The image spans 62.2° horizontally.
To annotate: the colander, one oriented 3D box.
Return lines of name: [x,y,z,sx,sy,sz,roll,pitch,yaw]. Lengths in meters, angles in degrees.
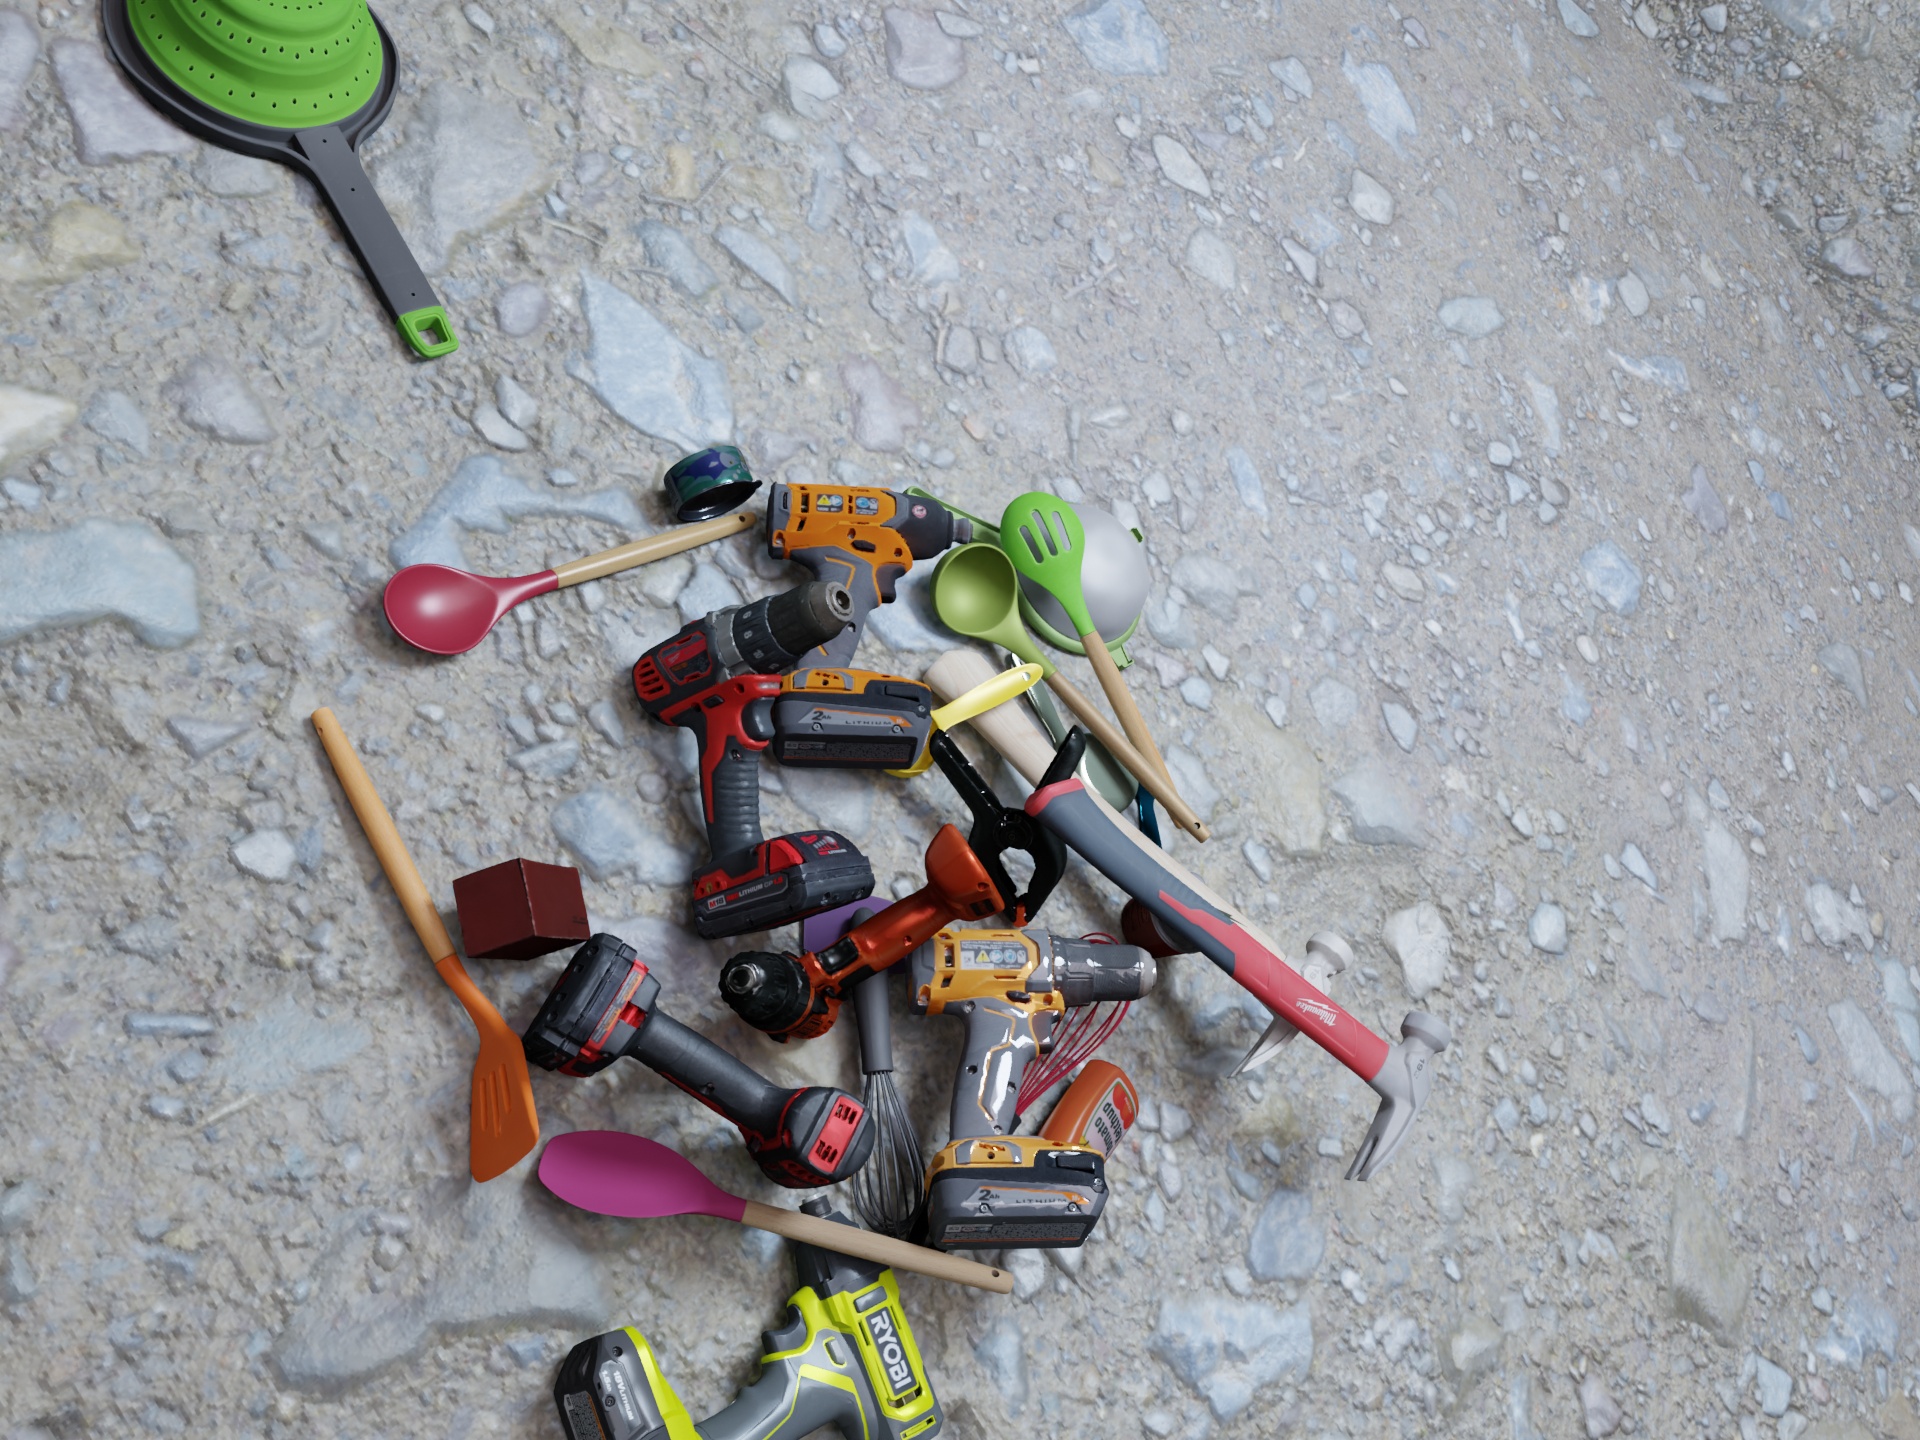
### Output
colander: [-0.464,-0.452,1.153,0.204,0.094,0.397,-29,87,-37]

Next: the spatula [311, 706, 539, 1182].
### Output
spatula: [-0.345,0.133,1.011,0.041,0.081,0.323,-18,75,-53]

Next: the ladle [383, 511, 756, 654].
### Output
ladle: [-0.278,-0.113,1.172,0.315,0.031,0.069,-24,87,-39]

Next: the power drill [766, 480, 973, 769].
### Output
power drill: [-0.070,-0.080,1.231,0.164,0.084,0.227,2,67,-7]

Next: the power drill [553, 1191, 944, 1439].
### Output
power drill: [-0.133,0.414,1.012,0.223,0.080,0.171,-12,72,-39]

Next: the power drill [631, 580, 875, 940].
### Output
power drill: [-0.131,0.024,1.111,0.080,0.188,0.227,-1,72,-56]

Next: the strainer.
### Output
strainer: [0.071,-0.156,1.384,0.256,0.069,0.152,22,60,-25]

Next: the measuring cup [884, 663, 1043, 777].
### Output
measuring cup: [-0.002,-0.004,1.270,0.156,0.029,0.062,-27,77,-18]

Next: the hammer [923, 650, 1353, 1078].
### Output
hammer: [0.121,0.101,1.277,0.411,0.038,0.146,43,64,7]

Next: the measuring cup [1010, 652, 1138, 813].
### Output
measuring cup: [0.094,0.007,1.348,0.083,0.038,0.167,-29,89,-37]

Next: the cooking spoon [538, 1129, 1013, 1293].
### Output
cooking spoon: [-0.117,0.327,1.036,0.319,0.017,0.069,17,30,-7]

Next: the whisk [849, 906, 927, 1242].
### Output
whisk: [-0.057,0.251,1.141,0.055,0.055,0.239,5,67,-31]

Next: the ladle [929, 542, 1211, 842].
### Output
ladle: [0.095,-0.020,1.317,0.078,0.062,0.320,-42,84,-8]

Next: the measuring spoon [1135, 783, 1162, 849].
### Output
measuring spoon: [0.168,0.086,1.372,0.042,0.021,0.129,6,66,-30]

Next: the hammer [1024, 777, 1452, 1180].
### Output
hammer: [0.197,0.185,1.202,0.386,0.038,0.143,38,68,-8]

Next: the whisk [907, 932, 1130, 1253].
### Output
whisk: [0.046,0.279,1.190,0.073,0.073,0.296,43,62,-10]

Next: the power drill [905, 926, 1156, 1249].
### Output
power drill: [0.056,0.250,1.127,0.185,0.084,0.226,1,54,-7]

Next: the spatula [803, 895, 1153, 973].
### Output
spatula: [0.022,0.178,1.244,0.315,0.018,0.060,11,69,-28]

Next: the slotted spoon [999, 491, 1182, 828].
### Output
slotted spoon: [0.121,-0.051,1.343,0.070,0.031,0.314,-26,91,-5]

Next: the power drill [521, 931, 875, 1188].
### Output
power drill: [-0.169,0.232,1.031,0.219,0.143,0.079,33,64,-9]
